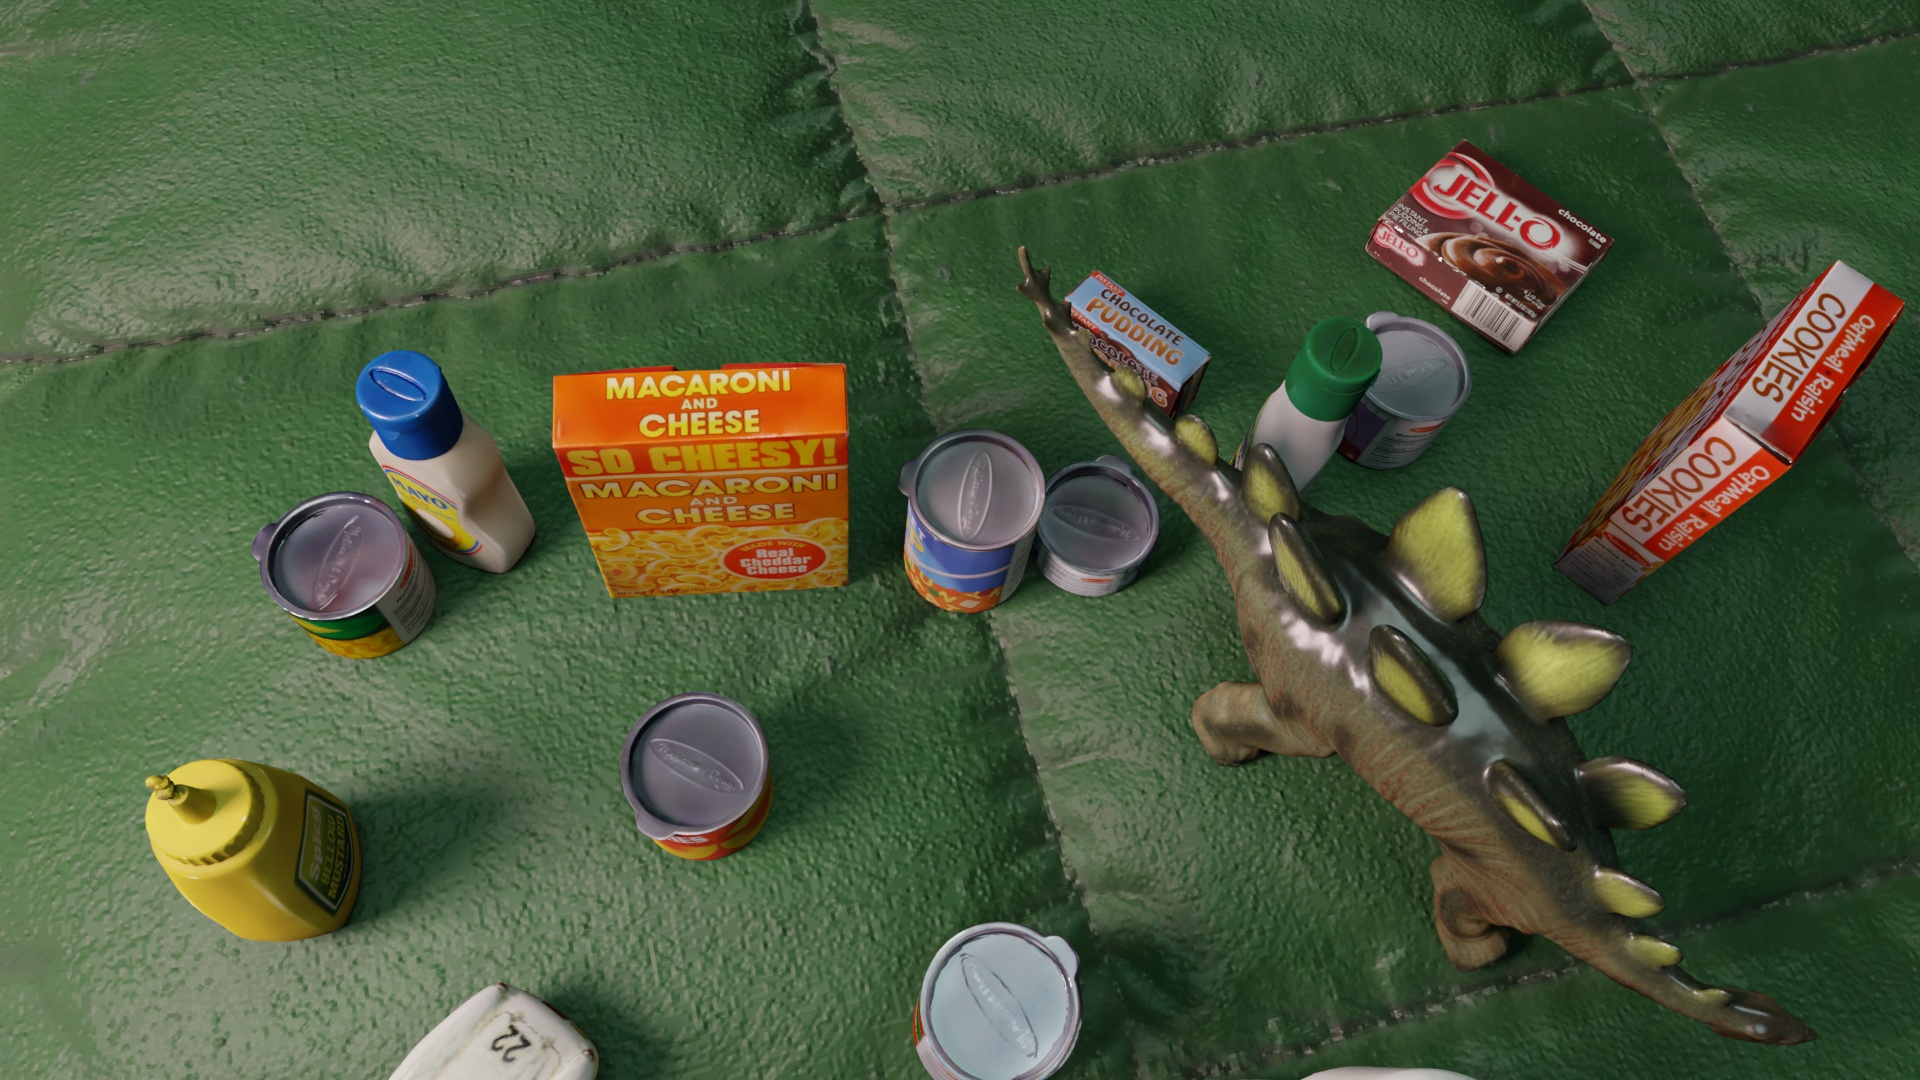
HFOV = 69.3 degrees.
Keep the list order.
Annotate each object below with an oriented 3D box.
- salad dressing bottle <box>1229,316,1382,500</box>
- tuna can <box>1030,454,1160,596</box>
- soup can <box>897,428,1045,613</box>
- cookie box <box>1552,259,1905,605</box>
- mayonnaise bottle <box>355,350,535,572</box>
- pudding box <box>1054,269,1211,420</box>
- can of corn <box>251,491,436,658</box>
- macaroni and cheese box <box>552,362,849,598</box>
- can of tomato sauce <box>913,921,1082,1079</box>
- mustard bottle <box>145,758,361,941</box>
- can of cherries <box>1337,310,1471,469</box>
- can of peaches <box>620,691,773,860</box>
[{"bbox_3d":[0.172,-0.058,0.704,0.044,0.147,0.064,28,66,8],"label":"salad dressing bottle"},{"bbox_3d":[0.071,-0.008,0.735,0.071,0.032,0.071,2,65,-4],"label":"tuna can"},{"bbox_3d":[0.003,-0.009,0.701,0.071,0.083,0.071,2,65,-4],"label":"soup can"},{"bbox_3d":[0.386,-0.049,0.708,0.040,0.166,0.123,40,68,13],"label":"cookie box"},{"bbox_3d":[-0.245,-0.036,0.656,0.065,0.147,0.041,26,66,7],"label":"mayonnaise bottle"},{"bbox_3d":[0.095,-0.107,0.774,0.084,0.049,0.030,40,68,13],"label":"pudding box"},{"bbox_3d":[-0.298,0.018,0.676,0.071,0.058,0.071,2,65,-4],"label":"can of corn"},{"bbox_3d":[-0.115,-0.024,0.652,0.124,0.165,0.040,-3,66,-6],"label":"macaroni and cheese box"},{"bbox_3d":[0.015,0.204,0.602,0.071,0.082,0.071,2,65,-4],"label":"can of tomato sauce"},{"bbox_3d":[-0.292,0.123,0.570,0.049,0.159,0.065,-3,66,-7],"label":"mustard bottle"},{"bbox_3d":[0.239,-0.083,0.771,0.071,0.058,0.072,2,65,-4],"label":"can of cherries"},{"bbox_3d":[-0.122,0.113,0.647,0.071,0.057,0.071,2,65,-4],"label":"can of peaches"}]
